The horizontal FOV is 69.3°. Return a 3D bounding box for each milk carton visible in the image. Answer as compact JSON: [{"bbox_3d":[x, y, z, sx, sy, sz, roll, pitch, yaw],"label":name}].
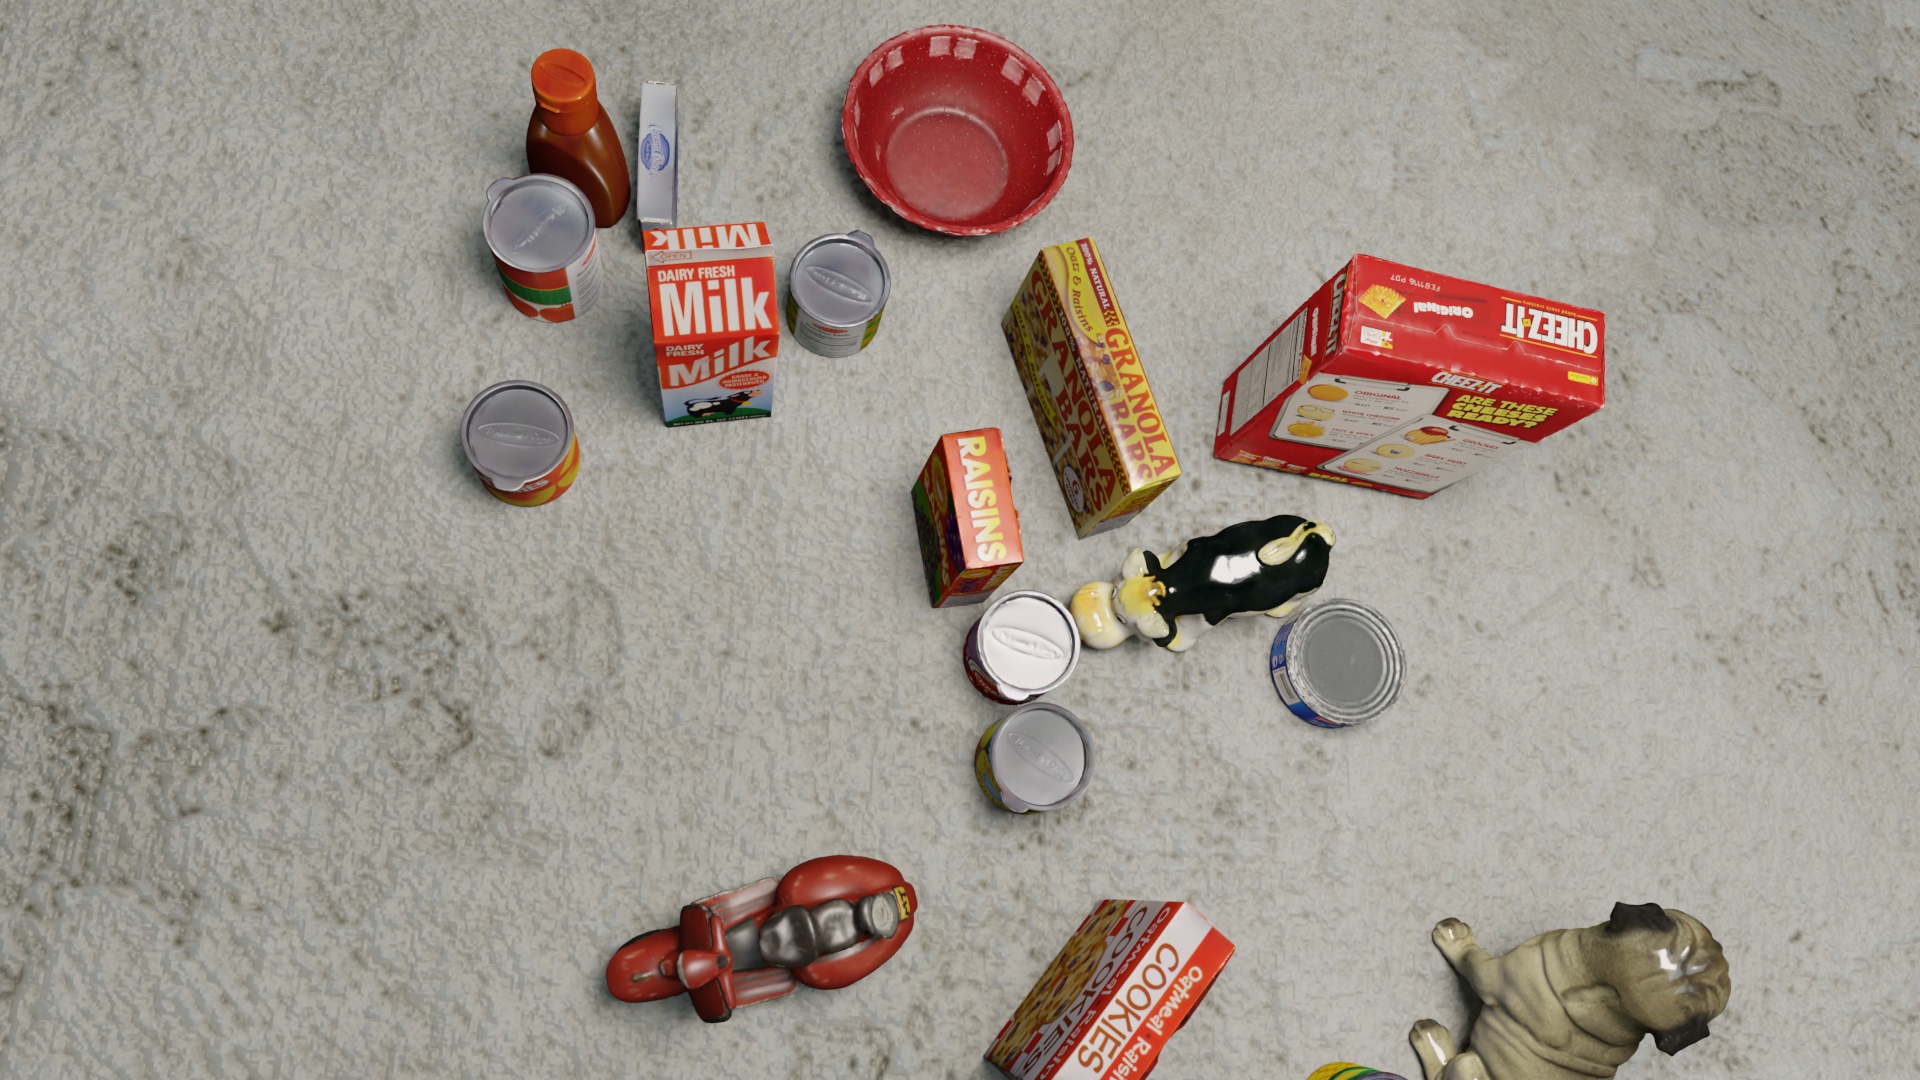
[{"bbox_3d":[-0.151,-0.135,0.839,0.072,0.190,0.073,-6,77,-12],"label":"milk carton"}]

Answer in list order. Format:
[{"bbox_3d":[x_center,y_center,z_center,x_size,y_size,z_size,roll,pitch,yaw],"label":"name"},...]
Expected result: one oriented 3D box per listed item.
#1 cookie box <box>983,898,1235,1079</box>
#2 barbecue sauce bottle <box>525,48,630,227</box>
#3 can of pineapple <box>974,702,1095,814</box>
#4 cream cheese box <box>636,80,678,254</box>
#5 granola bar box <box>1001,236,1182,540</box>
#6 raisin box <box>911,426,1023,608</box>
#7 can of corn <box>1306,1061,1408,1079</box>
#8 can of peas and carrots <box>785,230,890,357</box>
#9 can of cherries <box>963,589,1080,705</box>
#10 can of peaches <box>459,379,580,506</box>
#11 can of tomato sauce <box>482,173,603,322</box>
[{"bbox_3d":[0.080,0.264,0.789,0.040,0.167,0.123,41,73,2],"label":"cookie box"},{"bbox_3d":[-0.244,-0.252,0.875,0.065,0.148,0.044,24,73,-4],"label":"barbecue sauce bottle"},{"bbox_3d":[0.044,0.139,0.872,0.071,0.057,0.071,3,75,-10],"label":"can of pineapple"},{"bbox_3d":[-0.202,-0.248,0.931,0.024,0.053,0.104,1,75,-10],"label":"cream cheese box"},{"bbox_3d":[0.083,-0.096,0.907,0.039,0.124,0.166,-16,79,-14],"label":"granola bar box"},{"bbox_3d":[0.003,-0.011,0.870,0.040,0.123,0.086,-7,77,-12],"label":"raisin box"},{"bbox_3d":[0.245,0.358,0.852,0.071,0.058,0.071,3,75,-10],"label":"can of corn"},{"bbox_3d":[-0.082,-0.165,0.929,0.071,0.058,0.071,3,75,-10],"label":"can of peas and carrots"},{"bbox_3d":[0.036,0.072,0.888,0.071,0.058,0.071,3,75,-10],"label":"can of cherries"},{"bbox_3d":[-0.273,-0.057,0.865,0.071,0.058,0.071,3,75,-10],"label":"can of peaches"},{"bbox_3d":[-0.266,-0.186,0.887,0.071,0.083,0.071,3,75,-10],"label":"can of tomato sauce"}]
